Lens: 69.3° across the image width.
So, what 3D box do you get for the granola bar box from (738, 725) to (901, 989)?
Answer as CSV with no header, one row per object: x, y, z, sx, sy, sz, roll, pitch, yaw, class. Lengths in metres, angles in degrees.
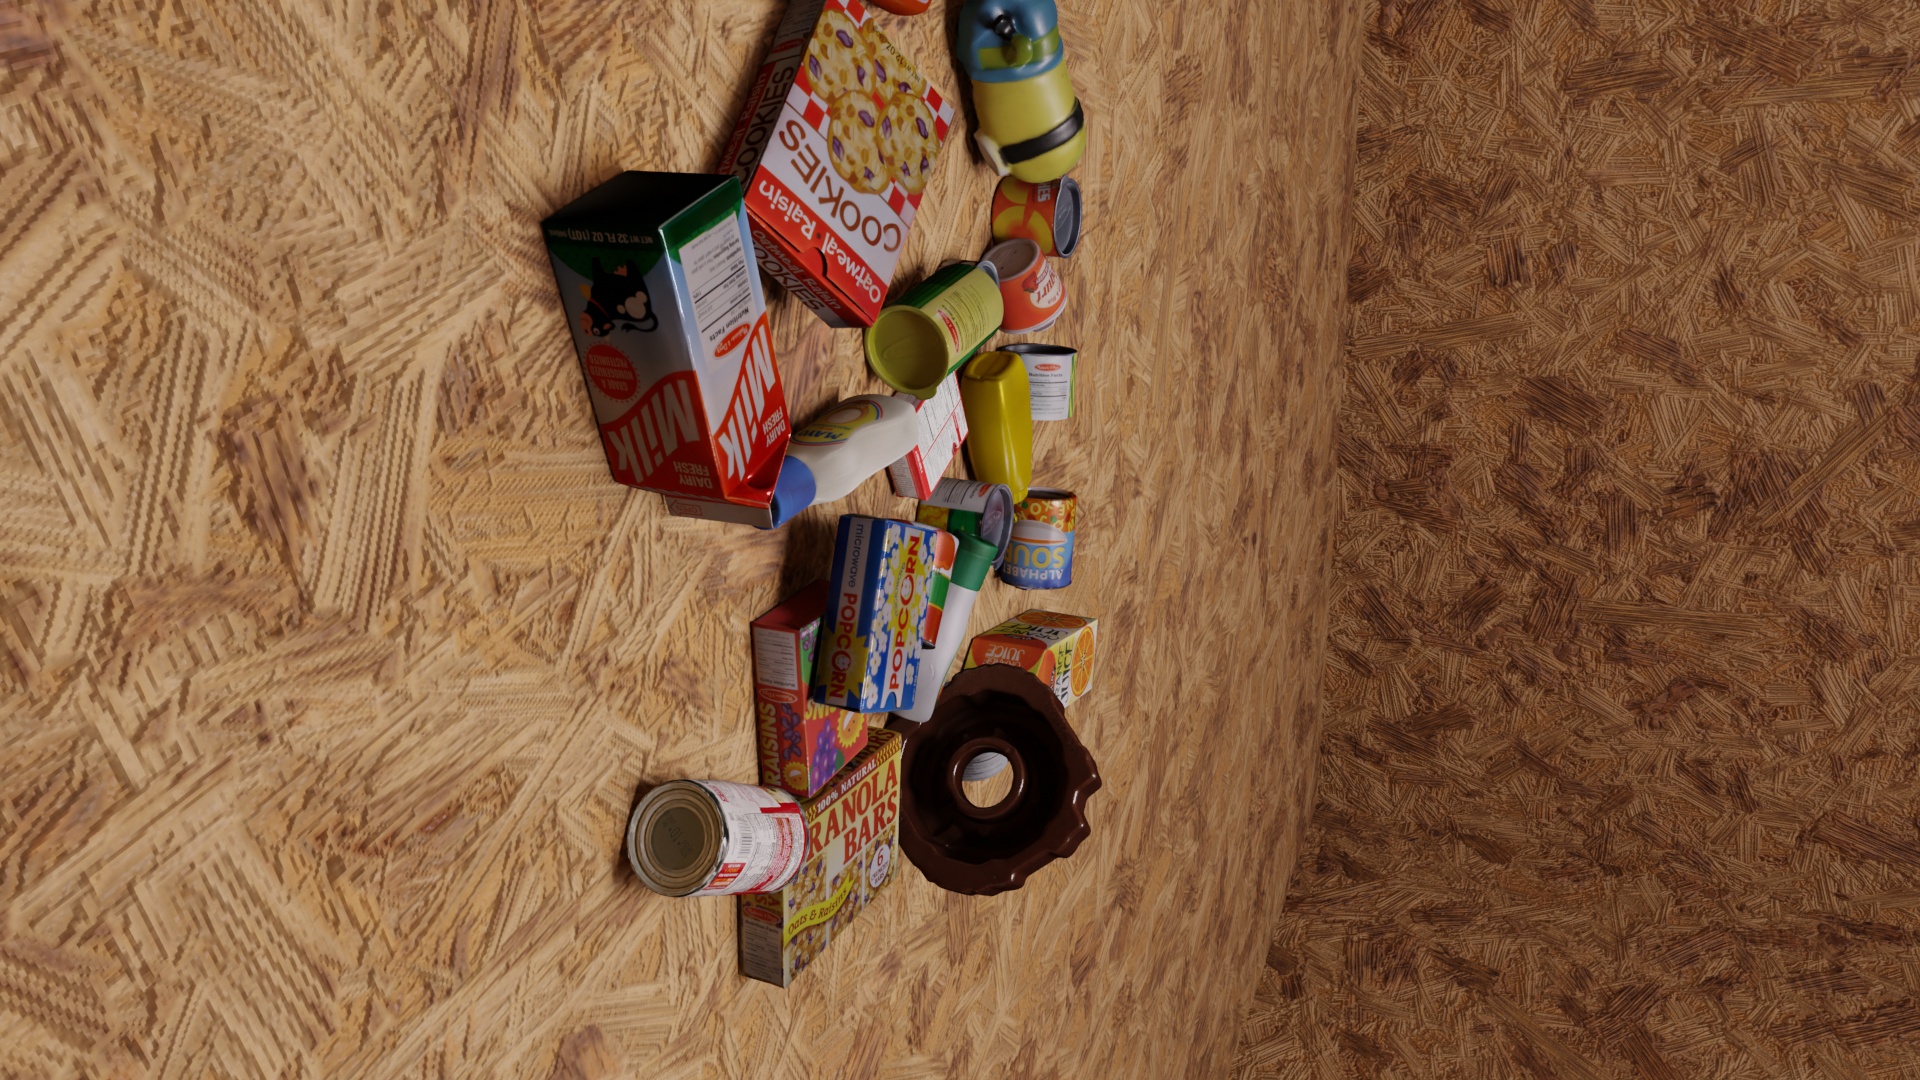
-0.098,0.219,0.990,0.166,0.039,0.123,-30,126,-61,granola bar box

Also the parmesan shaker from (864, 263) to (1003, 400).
-0.017,-0.153,1.011,0.103,0.071,0.071,-48,141,-53,parmesan shaker

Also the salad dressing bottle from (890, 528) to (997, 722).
-0.016,0.065,1.067,0.064,0.044,0.147,-127,-120,-77,salad dressing bottle

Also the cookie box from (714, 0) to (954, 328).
-0.075,-0.231,0.837,0.122,0.040,0.168,39,61,-44,cookie box

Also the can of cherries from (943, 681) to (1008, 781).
0.008,0.161,1.185,0.072,0.071,0.058,-53,145,-48,can of cherries

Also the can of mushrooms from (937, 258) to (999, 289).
0.005,-0.187,1.092,0.071,0.033,0.071,7,91,-67,can of mushrooms

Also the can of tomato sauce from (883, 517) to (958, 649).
-0.042,0.032,1.018,0.071,0.071,0.083,39,61,-64,can of tomato sauce

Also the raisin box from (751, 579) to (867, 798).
-0.101,0.099,0.941,0.086,0.040,0.123,-38,131,-60,raisin box

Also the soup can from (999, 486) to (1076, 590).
0.071,-0.002,1.269,0.071,0.071,0.083,-23,119,-64,soup can

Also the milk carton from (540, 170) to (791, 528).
-0.145,-0.089,0.728,0.074,0.072,0.189,-54,144,-48,milk carton

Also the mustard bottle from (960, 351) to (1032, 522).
0.033,-0.080,1.178,0.066,0.049,0.159,-54,145,-47,mustard bottle

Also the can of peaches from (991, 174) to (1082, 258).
0.064,-0.275,1.169,0.071,0.058,0.071,8,91,-66,can of peaches

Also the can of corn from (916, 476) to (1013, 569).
0.004,-0.014,1.120,0.071,0.058,0.071,8,91,-67,can of corn

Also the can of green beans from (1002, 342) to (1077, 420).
0.068,-0.139,1.215,0.071,0.071,0.057,-29,125,-62,can of green beans

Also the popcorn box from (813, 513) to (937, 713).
-0.055,0.049,0.929,0.085,0.038,0.126,14,83,-69,popcorn box

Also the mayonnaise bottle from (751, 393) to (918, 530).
-0.087,-0.052,0.893,0.149,0.065,0.041,-41,132,-52,mayonnaise bottle

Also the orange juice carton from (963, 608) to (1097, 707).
0.062,0.119,1.286,0.193,0.072,0.073,-18,114,-65,orange juice carton

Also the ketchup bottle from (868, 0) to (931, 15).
-0.062,-0.374,0.857,0.149,0.043,0.064,-10,107,-65,ketchup bottle

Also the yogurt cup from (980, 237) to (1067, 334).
0.048,-0.213,1.149,0.053,0.072,0.073,60,43,-45,yogurt cup
